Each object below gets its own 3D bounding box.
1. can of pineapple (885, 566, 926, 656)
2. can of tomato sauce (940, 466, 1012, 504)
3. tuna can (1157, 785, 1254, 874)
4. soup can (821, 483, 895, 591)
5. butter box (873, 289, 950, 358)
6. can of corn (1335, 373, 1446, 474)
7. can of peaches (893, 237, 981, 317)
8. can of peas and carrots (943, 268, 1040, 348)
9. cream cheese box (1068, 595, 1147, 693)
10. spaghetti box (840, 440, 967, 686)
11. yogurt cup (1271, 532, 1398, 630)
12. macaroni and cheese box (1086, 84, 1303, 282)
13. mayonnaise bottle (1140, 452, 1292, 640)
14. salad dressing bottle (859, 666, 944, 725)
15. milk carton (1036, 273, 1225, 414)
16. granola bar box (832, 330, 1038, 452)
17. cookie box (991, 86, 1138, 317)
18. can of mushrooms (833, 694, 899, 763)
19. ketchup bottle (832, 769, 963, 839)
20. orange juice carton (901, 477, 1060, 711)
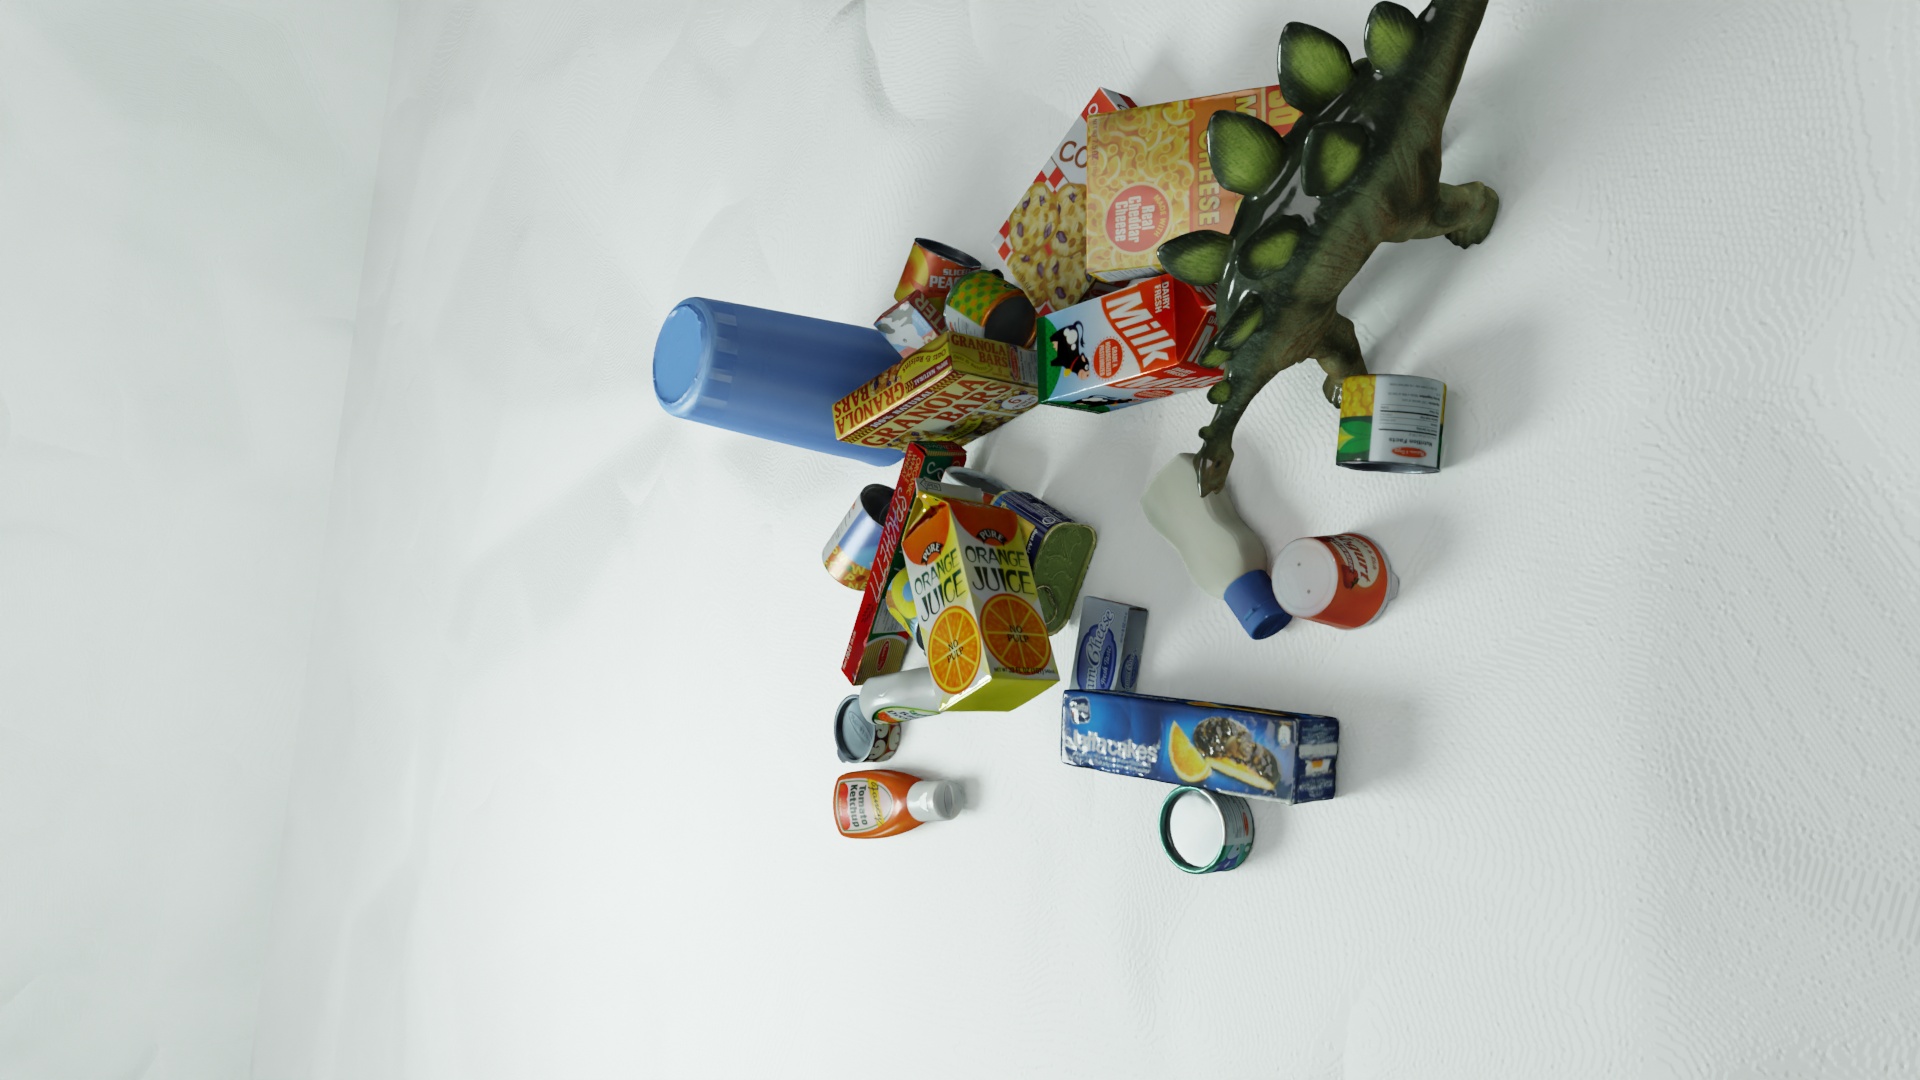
[{"bbox_3d":[-0.027,0.060,1.249,0.058,0.071,0.070,45,119,43],"label":"can of pineapple"},{"bbox_3d":[0.004,-0.015,1.225,0.071,0.071,0.082,39,114,44],"label":"can of tomato sauce"},{"bbox_3d":[0.178,0.212,1.021,0.071,0.033,0.071,-7,80,48],"label":"tuna can"},{"bbox_3d":[-0.083,0.000,1.325,0.083,0.071,0.071,-54,50,32],"label":"soup can"},{"bbox_3d":[-0.025,-0.174,1.259,0.053,0.103,0.024,-27,22,45],"label":"butter box"},{"bbox_3d":[0.281,-0.076,0.911,0.071,0.071,0.058,4,89,49],"label":"can of corn"},{"bbox_3d":[-0.021,-0.238,1.276,0.071,0.071,0.057,43,118,43],"label":"can of peaches"},{"bbox_3d":[0.030,-0.198,1.215,0.059,0.071,0.070,39,115,44],"label":"can of peas and carrots"},{"bbox_3d":[0.116,0.099,1.112,0.053,0.024,0.103,13,96,50],"label":"cream cheese box"},{"bbox_3d":[-0.053,0.022,1.278,0.029,0.050,0.248,42,123,43],"label":"spaghetti box"},{"bbox_3d":[0.249,0.027,0.943,0.072,0.054,0.072,-7,80,50],"label":"yogurt cup"},{"bbox_3d":[0.177,-0.263,1.029,0.166,0.040,0.123,-1,87,28],"label":"macaroni and cheese box"},{"bbox_3d":[0.191,0.006,1.024,0.064,0.041,0.148,-54,50,33],"label":"mayonnaise bottle"},{"bbox_3d":[-0.025,0.135,1.247,0.147,0.064,0.044,-16,64,39],"label":"salad dressing bottle"},{"bbox_3d":[0.148,-0.153,1.066,0.190,0.072,0.073,-10,78,48],"label":"milk carton"},{"bbox_3d":[-0.014,-0.123,1.211,0.165,0.124,0.039,-26,66,45],"label":"granola bar box"},{"bbox_3d":[0.109,-0.269,1.150,0.166,0.040,0.123,-51,52,33],"label":"cookie box"},{"bbox_3d":[-0.091,0.183,1.336,0.071,0.033,0.071,-6,81,48],"label":"can of mushrooms"},{"bbox_3d":[-0.058,0.242,1.284,0.148,0.043,0.065,-15,75,47],"label":"ketchup bottle"},{"bbox_3d":[0.010,0.037,1.117,0.072,0.072,0.193,-39,55,43],"label":"orange juice carton"}]
